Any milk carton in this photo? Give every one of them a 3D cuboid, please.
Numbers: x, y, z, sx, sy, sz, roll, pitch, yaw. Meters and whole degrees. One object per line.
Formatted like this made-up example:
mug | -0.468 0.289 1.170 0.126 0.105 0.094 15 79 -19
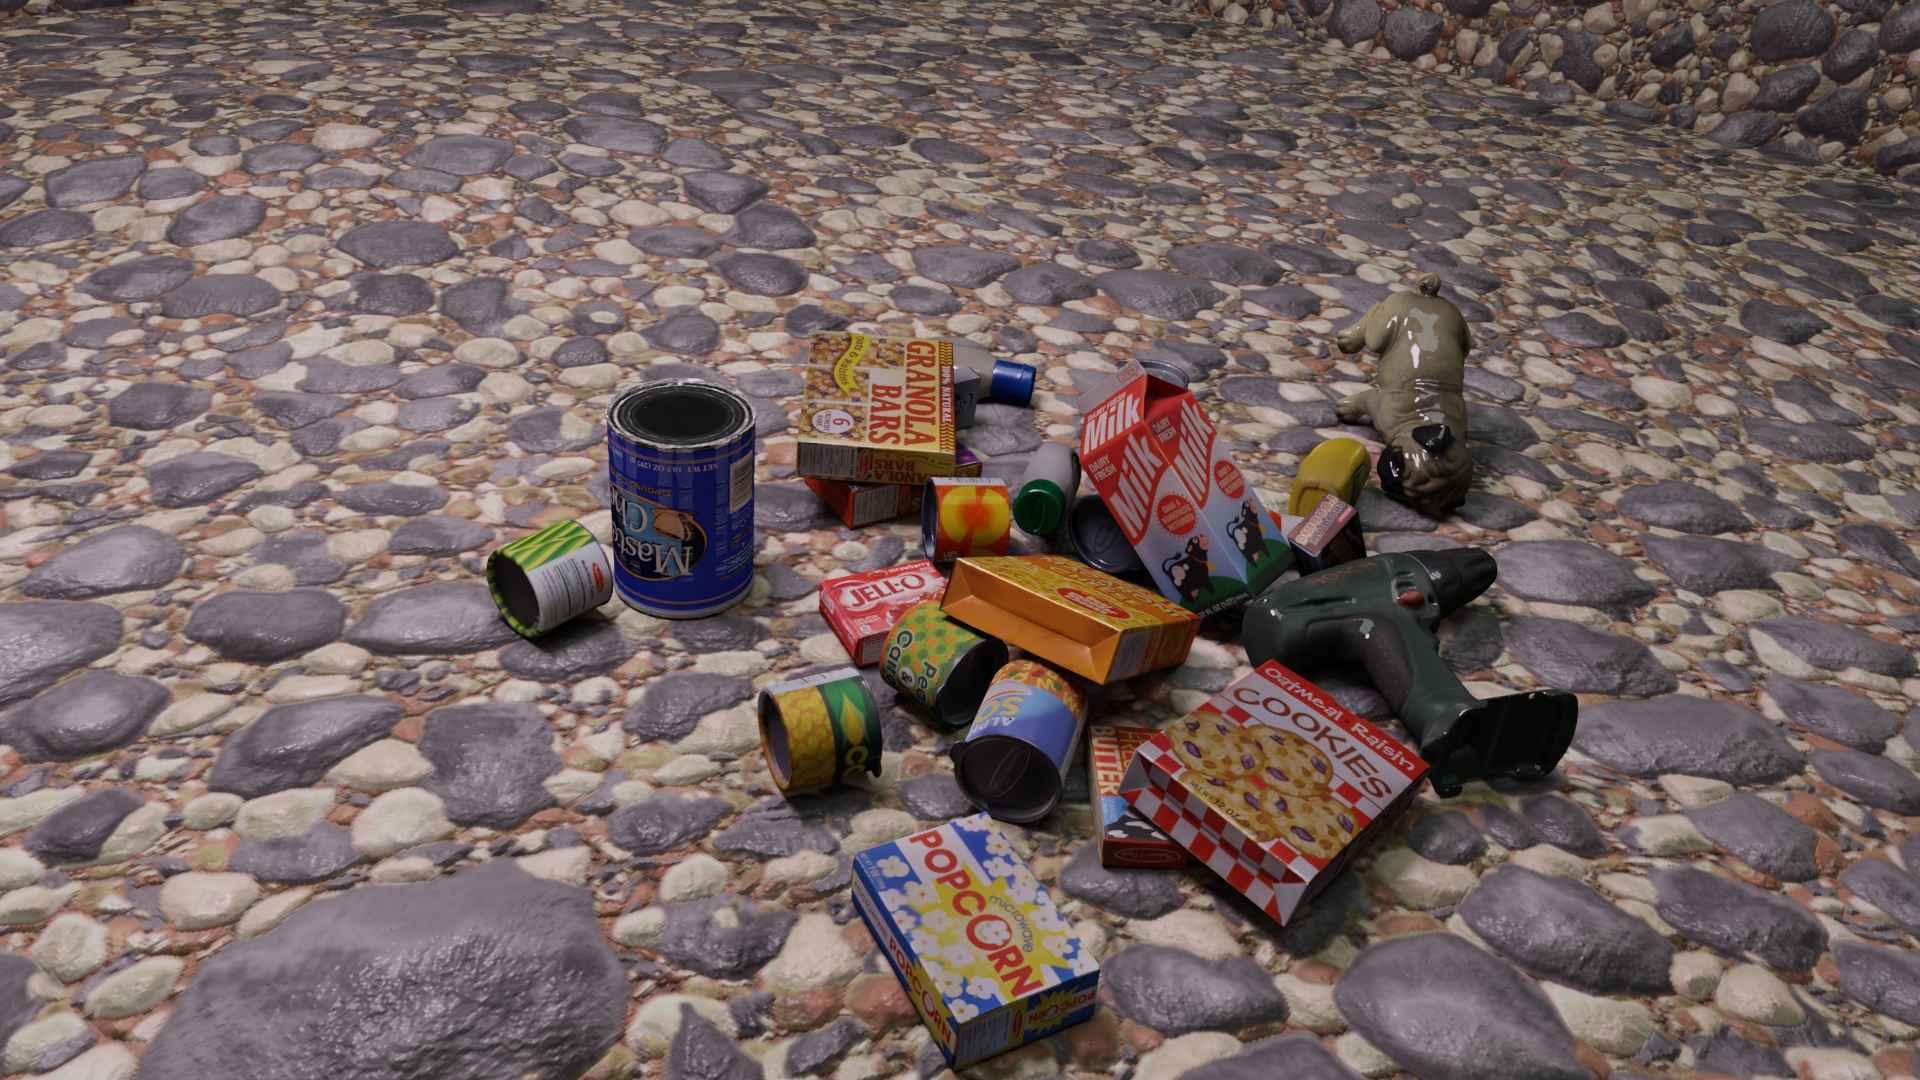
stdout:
milk carton | 0.158 -0.039 1.028 0.074 0.072 0.190 -32 88 -45

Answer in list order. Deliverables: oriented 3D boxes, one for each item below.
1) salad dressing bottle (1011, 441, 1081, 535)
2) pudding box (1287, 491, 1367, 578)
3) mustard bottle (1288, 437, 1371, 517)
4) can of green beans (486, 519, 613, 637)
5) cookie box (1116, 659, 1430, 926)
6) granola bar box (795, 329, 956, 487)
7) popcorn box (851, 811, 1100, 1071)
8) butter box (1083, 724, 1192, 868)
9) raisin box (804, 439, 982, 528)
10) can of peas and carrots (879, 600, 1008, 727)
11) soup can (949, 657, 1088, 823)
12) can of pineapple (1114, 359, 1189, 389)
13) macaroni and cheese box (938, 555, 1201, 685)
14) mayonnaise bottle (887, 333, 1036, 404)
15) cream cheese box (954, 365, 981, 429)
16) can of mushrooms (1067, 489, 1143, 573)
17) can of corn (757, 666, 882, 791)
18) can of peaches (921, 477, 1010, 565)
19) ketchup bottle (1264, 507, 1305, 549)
salad dressing bottle | 0.068 -0.038 1.094 0.044 0.064 0.148 10 16 7
pudding box | 0.279 0.006 1.054 0.050 0.083 0.030 -46 56 -7
mustard bottle | 0.321 -0.055 1.189 0.049 0.065 0.161 16 30 22
can of green beans | -0.282 0.026 0.953 0.071 0.071 0.058 28 39 31
cookie box | 0.194 0.145 0.846 0.123 0.040 0.168 36 36 27
granola bar box | -0.067 -0.109 1.139 0.124 0.038 0.166 4 39 -4
popcorn box | 0.005 0.209 0.742 0.085 0.038 0.127 -11 37 -26
butter box | 0.107 0.156 0.856 0.053 0.024 0.104 4 33 -5
raisin box | -0.056 -0.058 1.149 0.124 0.039 0.086 -14 37 -29
can of peas and carrots | -0.013 0.081 0.913 0.059 0.070 0.071 30 39 33
soup can | 0.037 0.120 0.859 0.071 0.071 0.084 13 32 11
can of pineapple | 0.172 -0.128 1.280 0.071 0.057 0.071 5 32 -3
macaroni and cheese box | 0.080 0.049 0.943 0.124 0.040 0.167 24 11 25
mayonnaise bottle | -0.004 -0.160 1.317 0.148 0.041 0.065 12 34 7
cream cheese box | -0.032 -0.118 1.234 0.104 0.053 0.024 -18 44 -33
can of mushrooms | 0.121 -0.009 1.079 0.071 0.070 0.033 26 36 28
can of corn | -0.086 0.117 0.847 0.058 0.070 0.071 -11 36 -24
can of peaches | 0.004 -0.013 1.068 0.058 0.071 0.071 -1 33 -12
ketchup bottle | 0.216 -0.008 1.114 0.149 0.043 0.065 7 33 1
